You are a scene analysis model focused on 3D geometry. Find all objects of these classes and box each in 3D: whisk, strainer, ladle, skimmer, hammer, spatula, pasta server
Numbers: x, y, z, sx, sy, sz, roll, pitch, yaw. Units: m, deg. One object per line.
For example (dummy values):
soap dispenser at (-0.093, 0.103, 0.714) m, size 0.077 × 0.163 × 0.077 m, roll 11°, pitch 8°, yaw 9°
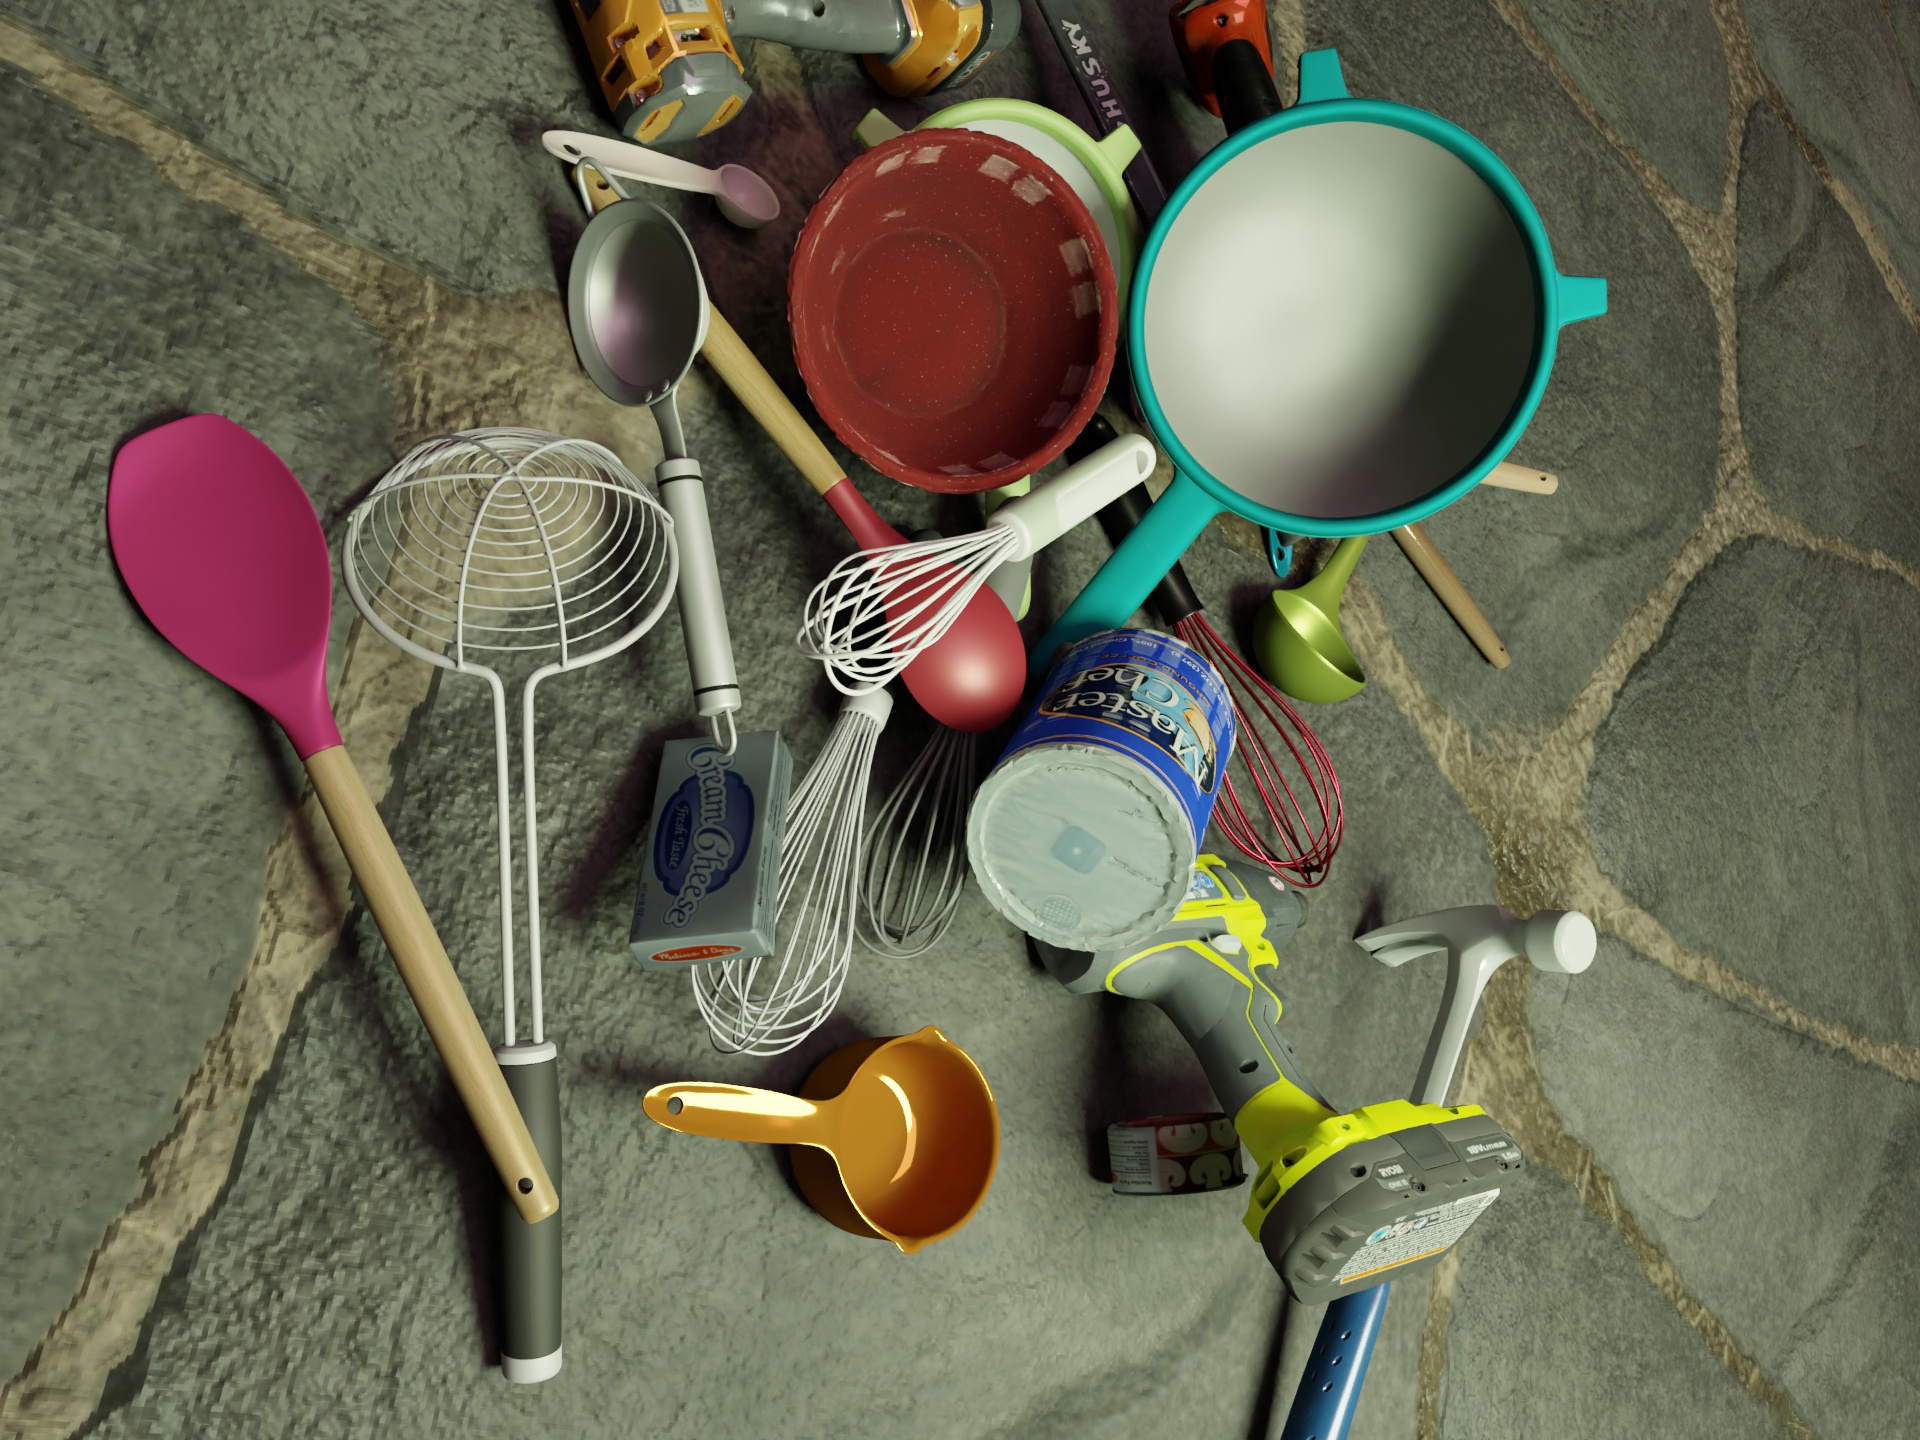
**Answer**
whisk at (-0.052, 0.020, 0.718) m, size 0.070 × 0.070 × 0.285 m, roll 37°, pitch 54°, yaw -26°
strainer at (-0.120, -0.112, 0.675) m, size 0.050 × 0.087 × 0.258 m, roll -4°, pitch 82°, yaw -49°
ladle at (0.264, -0.136, 0.993) m, size 0.078 × 0.062 × 0.320 m, roll 39°, pitch 61°, yaw -12°
strainer at (0.149, -0.154, 0.833) m, size 0.211 × 0.095 × 0.340 m, roll 39°, pitch 100°, yaw -3°
strainer at (0.013, -0.181, 0.820) m, size 0.151 × 0.069 × 0.256 m, roll -5°, pitch 101°, yaw -21°
skimmer at (-0.172, 0.063, 0.623) m, size 0.127 × 0.090 × 0.363 m, roll -2°, pitch 91°, yaw -15°
whisk at (0.017, -0.079, 0.707) m, size 0.246 × 0.059 × 0.057 m, roll -37°, pitch 124°, yaw -41°
whisk at (-0.002, -0.003, 0.757) m, size 0.055 × 0.055 × 0.239 m, roll 28°, pitch 68°, yaw -31°
hammer at (0.218, 0.282, 0.848) m, size 0.035 × 0.144 × 0.406 m, roll 35°, pitch 69°, yaw -25°
whisk at (0.133, -0.040, 0.883) m, size 0.073 × 0.073 × 0.296 m, roll -28°, pitch 91°, yaw -39°
spatula at (0.275, -0.151, 1.046) m, size 0.315 × 0.018 × 0.060 m, roll 48°, pitch 54°, yaw -18°
pasta server at (0.236, -0.171, 0.960) m, size 0.316 × 0.040 × 0.060 m, roll 7°, pitch 74°, yaw -21°
ladle at (-0.073, -0.126, 0.721) m, size 0.069 × 0.031 × 0.315 m, roll -40°, pitch 93°, yaw -32°
hammer at (0.106, -0.287, 0.892) m, size 0.149 × 0.036 × 0.409 m, roll -25°, pitch 89°, yaw -29°

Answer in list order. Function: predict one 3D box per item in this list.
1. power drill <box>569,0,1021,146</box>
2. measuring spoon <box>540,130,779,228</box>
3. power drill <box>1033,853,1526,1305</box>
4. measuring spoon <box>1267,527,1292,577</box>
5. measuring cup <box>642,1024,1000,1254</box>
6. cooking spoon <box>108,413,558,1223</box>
power drill at (-0.097, -0.383, 0.767) m, size 0.226 × 0.084 × 0.185 m, roll -23°, pitch 92°, yaw -35°
measuring spoon at (-0.138, -0.248, 0.732) m, size 0.124 × 0.018 × 0.034 m, roll 0°, pitch 59°, yaw -42°
power drill at (0.157, 0.156, 0.775) m, size 0.171 × 0.080 × 0.223 m, roll 0°, pitch 40°, yaw -37°
measuring spoon at (0.187, -0.151, 0.981) m, size 0.042 × 0.021 × 0.128 m, roll -6°, pitch 92°, yaw -39°
measuring cup at (-0.065, 0.172, 0.674) m, size 0.173 × 0.052 × 0.095 m, roll 17°, pitch 69°, yaw -33°
cooking spoon at (-0.220, 0.035, 0.575) m, size 0.069 × 0.017 × 0.319 m, roll -26°, pitch 87°, yaw -15°
